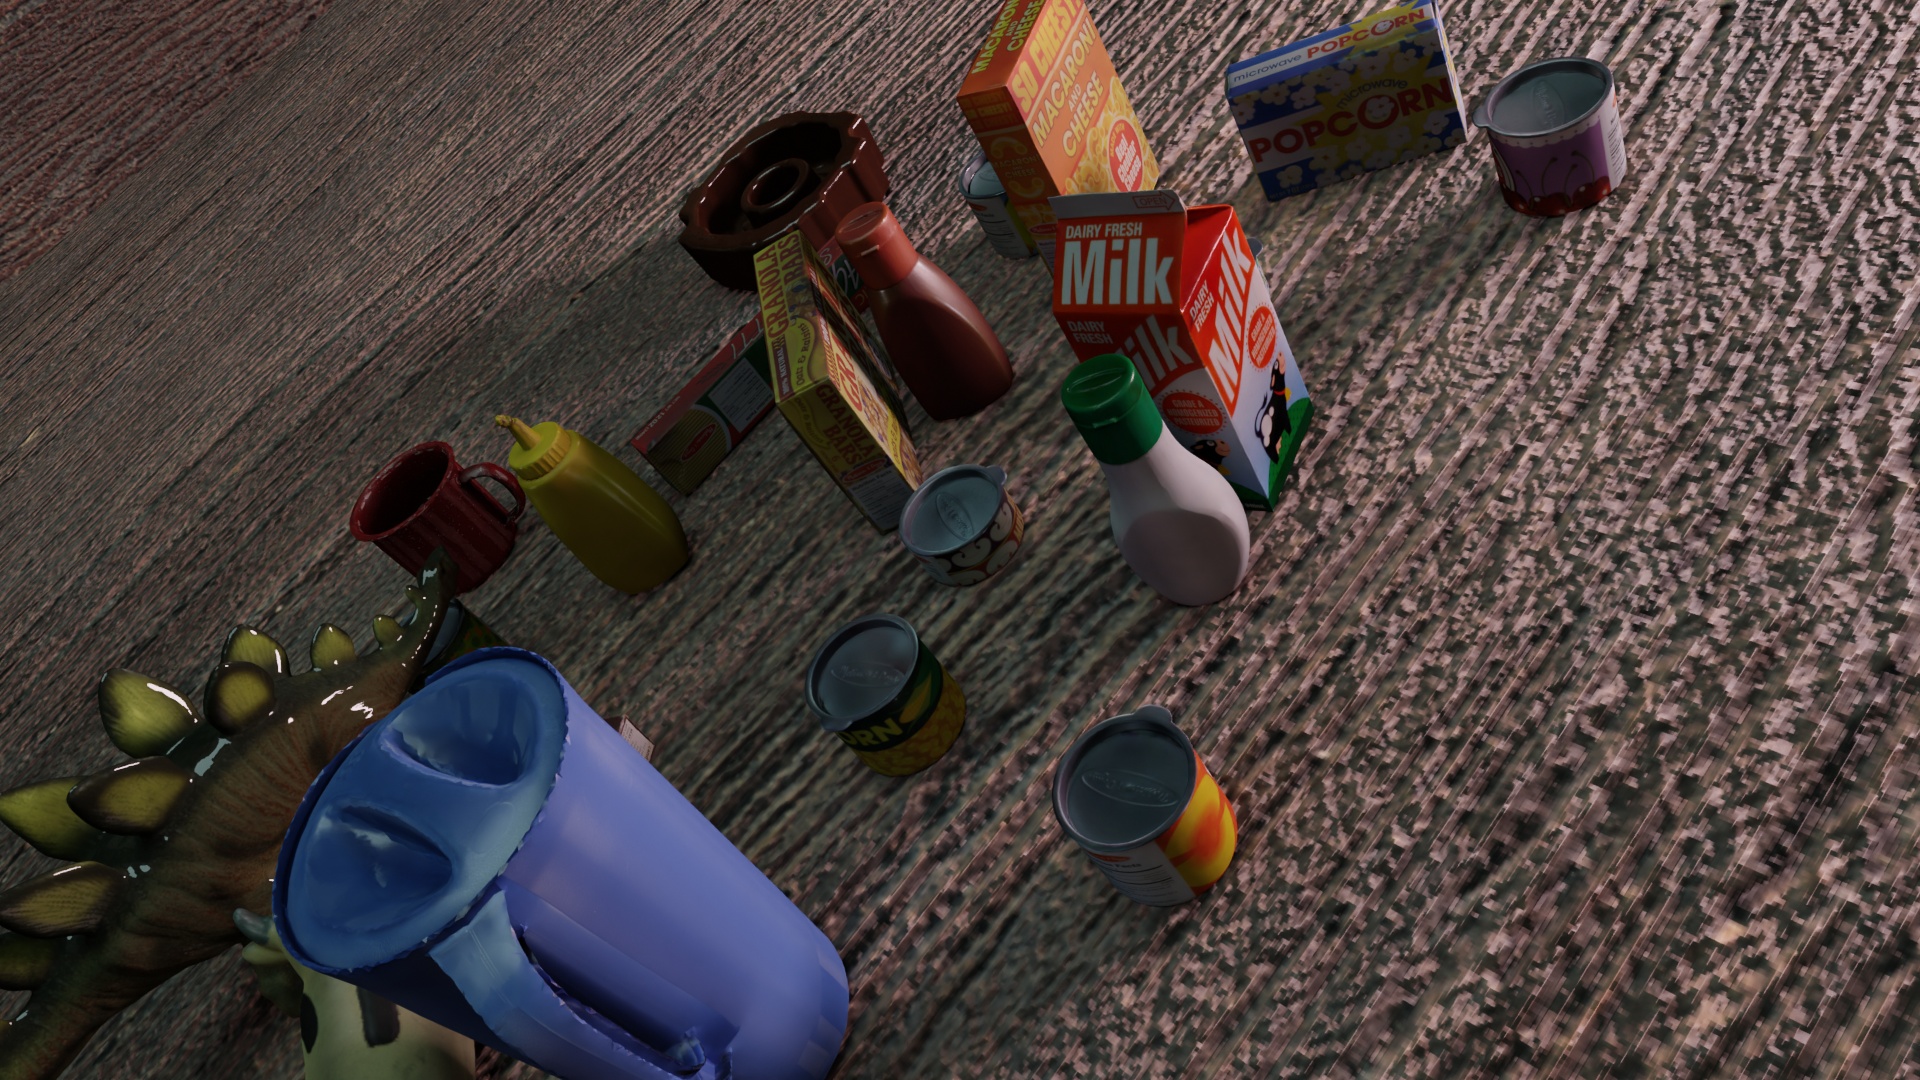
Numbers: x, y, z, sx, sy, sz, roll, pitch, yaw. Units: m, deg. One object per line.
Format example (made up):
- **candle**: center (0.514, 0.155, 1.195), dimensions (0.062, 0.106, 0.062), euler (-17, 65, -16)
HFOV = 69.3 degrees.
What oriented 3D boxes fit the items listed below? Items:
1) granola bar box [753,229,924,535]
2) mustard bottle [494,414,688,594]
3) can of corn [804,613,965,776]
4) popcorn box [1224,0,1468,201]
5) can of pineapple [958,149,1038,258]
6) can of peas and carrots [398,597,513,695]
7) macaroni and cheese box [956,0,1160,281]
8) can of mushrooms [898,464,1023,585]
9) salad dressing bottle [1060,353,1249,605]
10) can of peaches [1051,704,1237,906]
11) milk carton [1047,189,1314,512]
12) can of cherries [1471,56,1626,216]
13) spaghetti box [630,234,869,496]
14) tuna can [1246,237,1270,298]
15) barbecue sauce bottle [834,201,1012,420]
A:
- **granola bar box**: center (-0.076, -0.100, 0.869), dimensions (0.039, 0.123, 0.166), euler (-27, 42, 10)
- **mustard bottle**: center (-0.240, -0.031, 0.887), dimensions (0.065, 0.159, 0.049), euler (-30, 42, 7)
- **can of corn**: center (-0.039, 0.083, 0.724), dimensions (0.071, 0.058, 0.071), euler (-18, 44, 19)
- **popcorn box**: center (0.234, -0.265, 0.843), dimensions (0.126, 0.085, 0.038), euler (-13, 46, 24)
- **can of pineapple**: center (0.042, -0.241, 0.970), dimensions (0.071, 0.057, 0.071), euler (-18, 44, 19)
- **can of peas and carrots**: center (-0.341, 0.082, 0.927), dimensions (0.071, 0.058, 0.071), euler (-18, 44, 19)
- **macaroni and cheese box**: center (0.066, -0.257, 0.886), dimensions (0.040, 0.166, 0.124), euler (-1, 52, 34)
- **can of mushrooms**: center (0.003, -0.010, 0.801), dimensions (0.071, 0.033, 0.071), euler (-18, 44, 19)
- **salad dressing bottle**: center (0.094, -0.027, 0.670), dimensions (0.064, 0.147, 0.044), euler (-16, 45, 22)
- **can of peaches**: center (0.083, 0.117, 0.612), dimensions (0.071, 0.058, 0.071), euler (-18, 44, 19)
- **milk carton**: center (0.109, -0.102, 0.696), dimensions (0.072, 0.190, 0.074), euler (6, 56, 38)
- **can of cherries**: center (0.323, -0.221, 0.762), dimensions (0.071, 0.058, 0.072), euler (-18, 44, 19)
- **spaghetti box**: center (-0.131, -0.139, 0.997), dimensions (0.251, 0.050, 0.029), euler (-49, 43, -14)
- **tuna can**: center (0.152, -0.151, 0.832), dimensions (0.071, 0.032, 0.071), euler (-18, 44, 19)
- **barbecue sauce bottle**: center (-0.025, -0.140, 0.853), dimensions (0.065, 0.148, 0.044), euler (-22, 43, 16)
